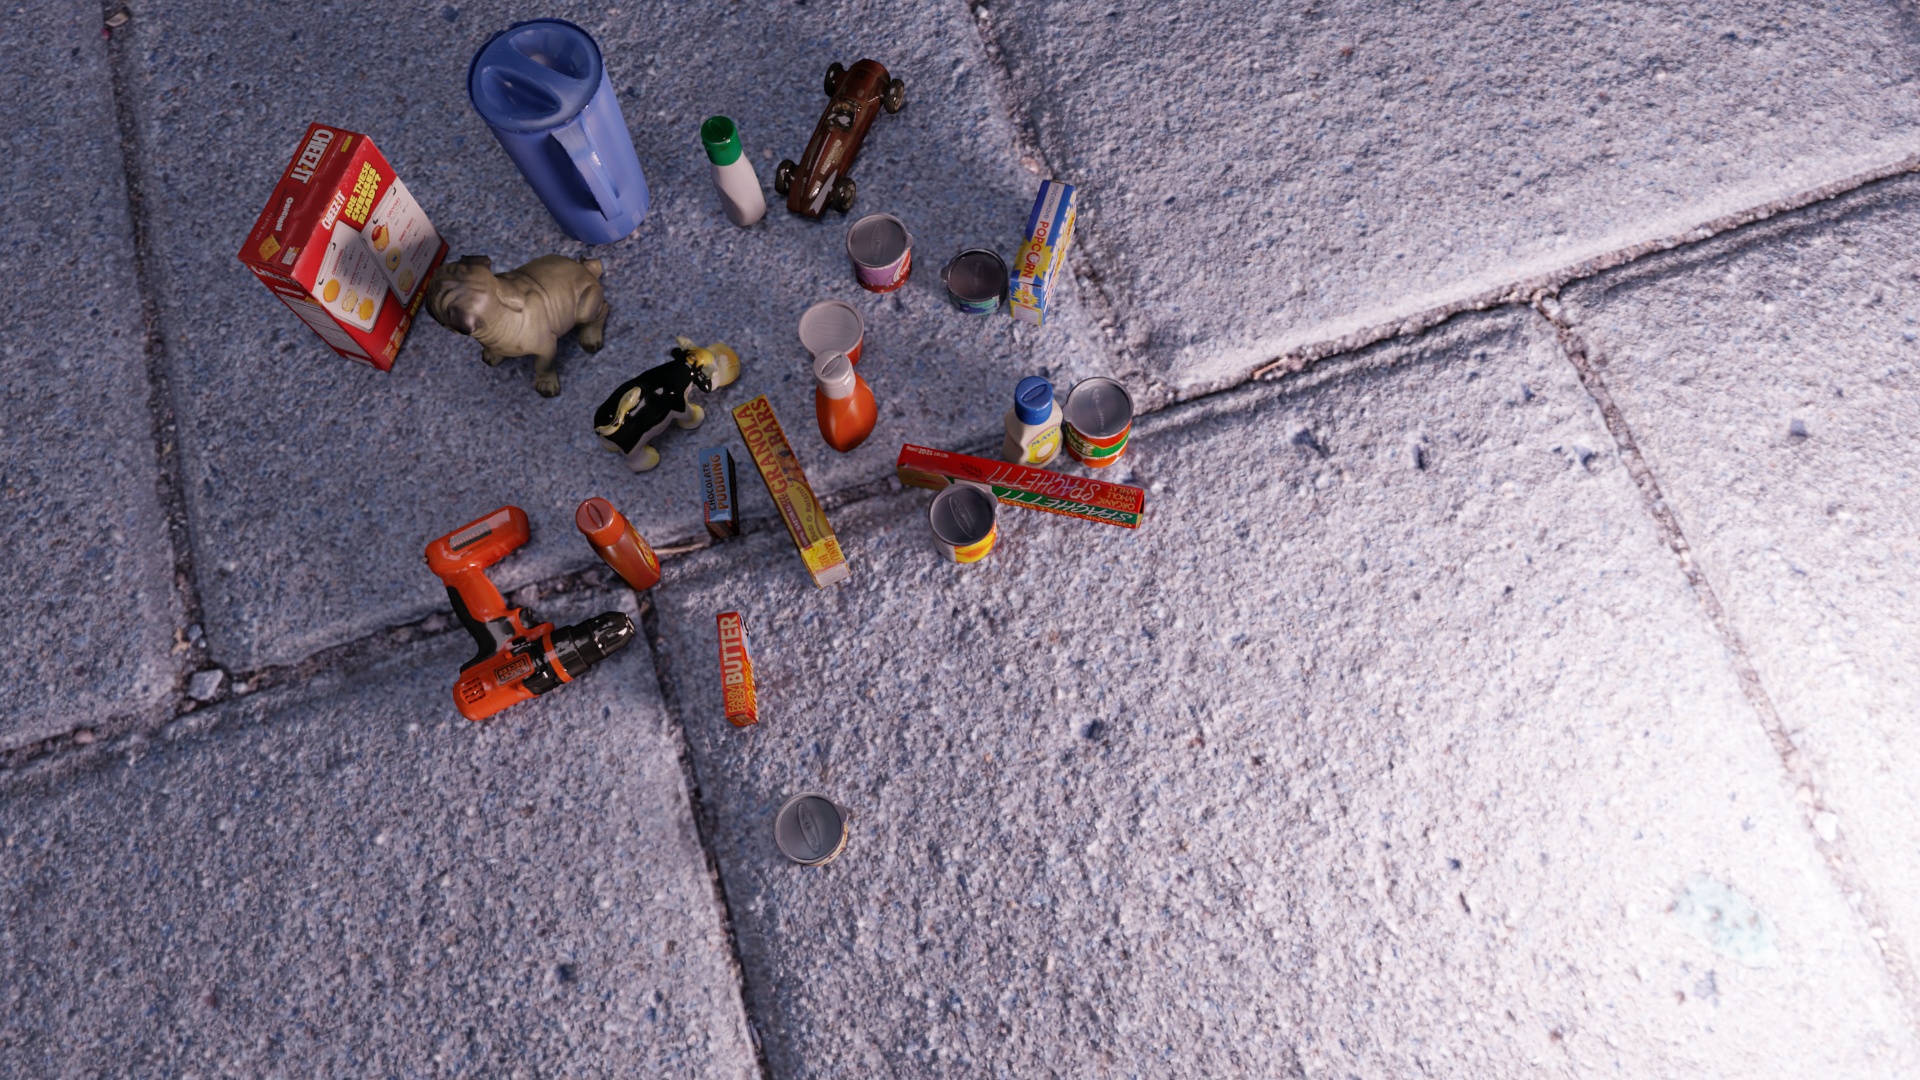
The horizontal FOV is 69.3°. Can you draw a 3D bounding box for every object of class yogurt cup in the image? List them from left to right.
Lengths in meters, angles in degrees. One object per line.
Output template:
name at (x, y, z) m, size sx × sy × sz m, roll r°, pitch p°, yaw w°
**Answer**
yogurt cup at (-0.133, -0.211, 1.455) m, size 0.072 × 0.053 × 0.072 m, roll -1°, pitch 71°, yaw 2°

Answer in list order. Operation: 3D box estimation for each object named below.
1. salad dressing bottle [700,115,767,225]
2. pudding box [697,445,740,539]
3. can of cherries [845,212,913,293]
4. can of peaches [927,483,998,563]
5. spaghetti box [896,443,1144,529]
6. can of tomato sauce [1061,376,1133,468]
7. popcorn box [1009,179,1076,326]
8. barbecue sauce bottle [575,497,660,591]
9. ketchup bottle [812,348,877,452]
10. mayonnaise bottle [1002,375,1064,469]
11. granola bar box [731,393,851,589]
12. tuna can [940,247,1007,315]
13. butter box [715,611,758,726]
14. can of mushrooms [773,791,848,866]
salad dressing bottle at (-0.242, -0.391, 1.473) m, size 0.044 × 0.147 × 0.064 m, roll -37°, pitch 74°, yaw -9°
pudding box at (-0.244, -0.049, 1.406) m, size 0.030 × 0.049 × 0.084 m, roll -8°, pitch 71°, yaw 0°
can of cherries at (-0.084, -0.305, 1.483) m, size 0.071 × 0.058 × 0.071 m, roll -1°, pitch 71°, yaw 2°
can of peaches at (0.005, -0.017, 1.379) m, size 0.071 × 0.058 × 0.071 m, roll -1°, pitch 71°, yaw 2°
spaghetti box at (0.061, -0.054, 1.393) m, size 0.250 × 0.050 × 0.029 m, roll 11°, pitch 72°, yaw 6°
can of tomato sauce at (0.136, -0.116, 1.394) m, size 0.071 × 0.083 × 0.071 m, roll -1°, pitch 71°, yaw 3°
popcorn box at (0.087, -0.302, 1.460) m, size 0.038 × 0.085 × 0.127 m, roll 16°, pitch 72°, yaw 8°
barbecue sauce bottle at (-0.332, 0.000, 1.340) m, size 0.044 × 0.148 × 0.065 m, roll -31°, pitch 73°, yaw -7°
ketchup bottle at (-0.117, -0.141, 1.380) m, size 0.043 × 0.148 × 0.065 m, roll 37°, pitch 77°, yaw 14°
mayonnaise bottle at (0.072, -0.114, 1.361) m, size 0.065 × 0.147 × 0.041 m, roll -33°, pitch 73°, yaw -8°
granola bar box at (-0.165, -0.045, 1.361) m, size 0.039 × 0.124 × 0.166 m, roll -26°, pitch 72°, yaw -6°
tuna can at (0.015, -0.276, 1.481) m, size 0.071 × 0.032 × 0.071 m, roll -1°, pitch 71°, yaw 2°
butter box at (-0.216, 0.125, 1.342) m, size 0.024 × 0.053 × 0.104 m, roll -9°, pitch 71°, yaw 0°
can of mushrooms at (-0.137, 0.270, 1.298) m, size 0.071 × 0.033 × 0.071 m, roll -1°, pitch 71°, yaw 2°
